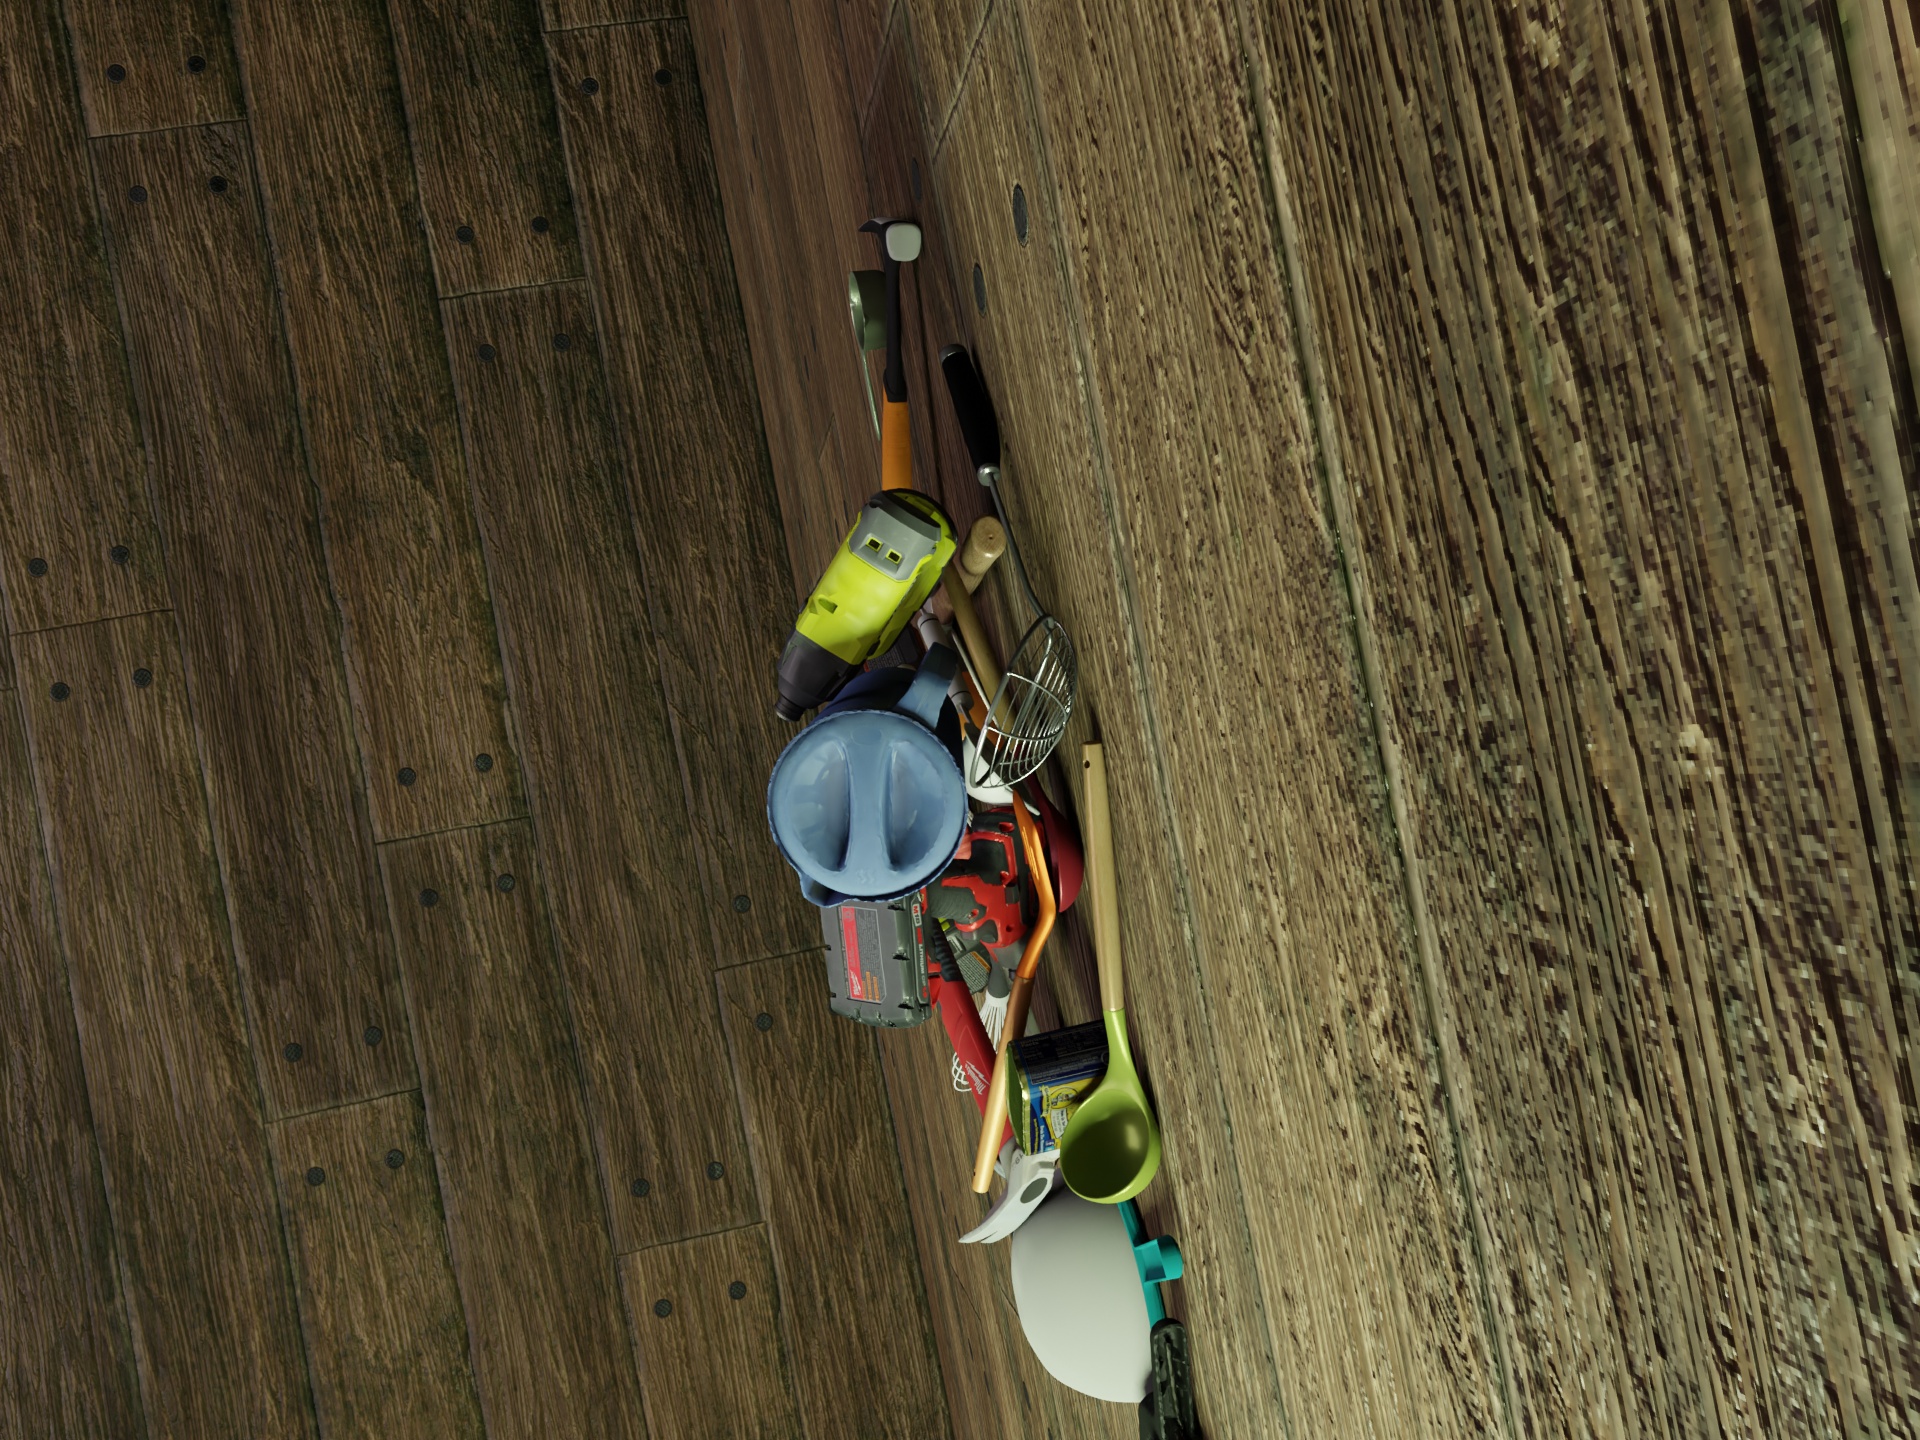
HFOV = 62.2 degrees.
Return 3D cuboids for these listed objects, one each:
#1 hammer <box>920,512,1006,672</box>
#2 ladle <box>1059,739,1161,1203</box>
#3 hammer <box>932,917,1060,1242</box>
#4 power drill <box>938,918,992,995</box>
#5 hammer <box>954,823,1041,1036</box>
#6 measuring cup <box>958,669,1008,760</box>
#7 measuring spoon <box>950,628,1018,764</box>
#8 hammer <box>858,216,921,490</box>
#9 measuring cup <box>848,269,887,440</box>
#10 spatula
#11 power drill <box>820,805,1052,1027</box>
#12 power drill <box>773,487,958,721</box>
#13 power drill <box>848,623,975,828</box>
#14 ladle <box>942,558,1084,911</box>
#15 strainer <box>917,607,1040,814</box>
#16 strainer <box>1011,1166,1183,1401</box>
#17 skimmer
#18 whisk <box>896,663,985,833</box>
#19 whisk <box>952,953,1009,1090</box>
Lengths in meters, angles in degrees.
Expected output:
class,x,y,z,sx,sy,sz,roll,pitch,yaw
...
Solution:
class,x,y,z,sx,sy,sz,roll,pitch,yaw
hammer,-0.001,-0.117,1.383,0.331,0.031,0.130,137,122,-79
ladle,0.093,0.173,1.076,0.078,0.062,0.320,7,106,47
hammer,-0.012,0.254,1.370,0.143,0.038,0.387,-59,36,27
power drill,-0.051,0.158,1.582,0.229,0.080,0.190,58,-179,31
hammer,0.020,0.162,1.382,0.149,0.036,0.359,152,97,-79
measuring cup,-0.002,-0.005,1.444,0.174,0.052,0.095,-153,53,-76
measuring spoon,0.026,-0.021,1.277,0.124,0.018,0.034,63,-177,-11
hammer,-0.061,-0.282,1.445,0.127,0.034,0.336,-124,32,-66
measuring cup,-0.077,-0.358,1.558,0.083,0.038,0.167,-119,18,-62
spatula,0.035,0.212,1.195,0.081,0.041,0.322,-118,37,-70
power drill,-0.005,0.156,1.230,0.078,0.219,0.143,1,100,38
power drill,-0.072,-0.091,1.172,0.171,0.080,0.223,-57,3,13
power drill,-0.045,0.015,1.559,0.164,0.084,0.226,-112,0,-49
ladle,0.036,0.000,1.222,0.069,0.031,0.316,90,161,-63
strainer,0.003,-0.007,1.327,0.086,0.050,0.259,41,-160,-48
strainer,0.096,0.428,1.214,0.340,0.095,0.211,100,158,-68
skimmer,0.008,-0.124,1.140,0.127,0.090,0.364,93,164,-61
whisk,-0.016,0.062,1.474,0.058,0.059,0.246,-119,9,-74
whisk,0.034,0.287,1.561,0.284,0.070,0.070,98,160,-47
